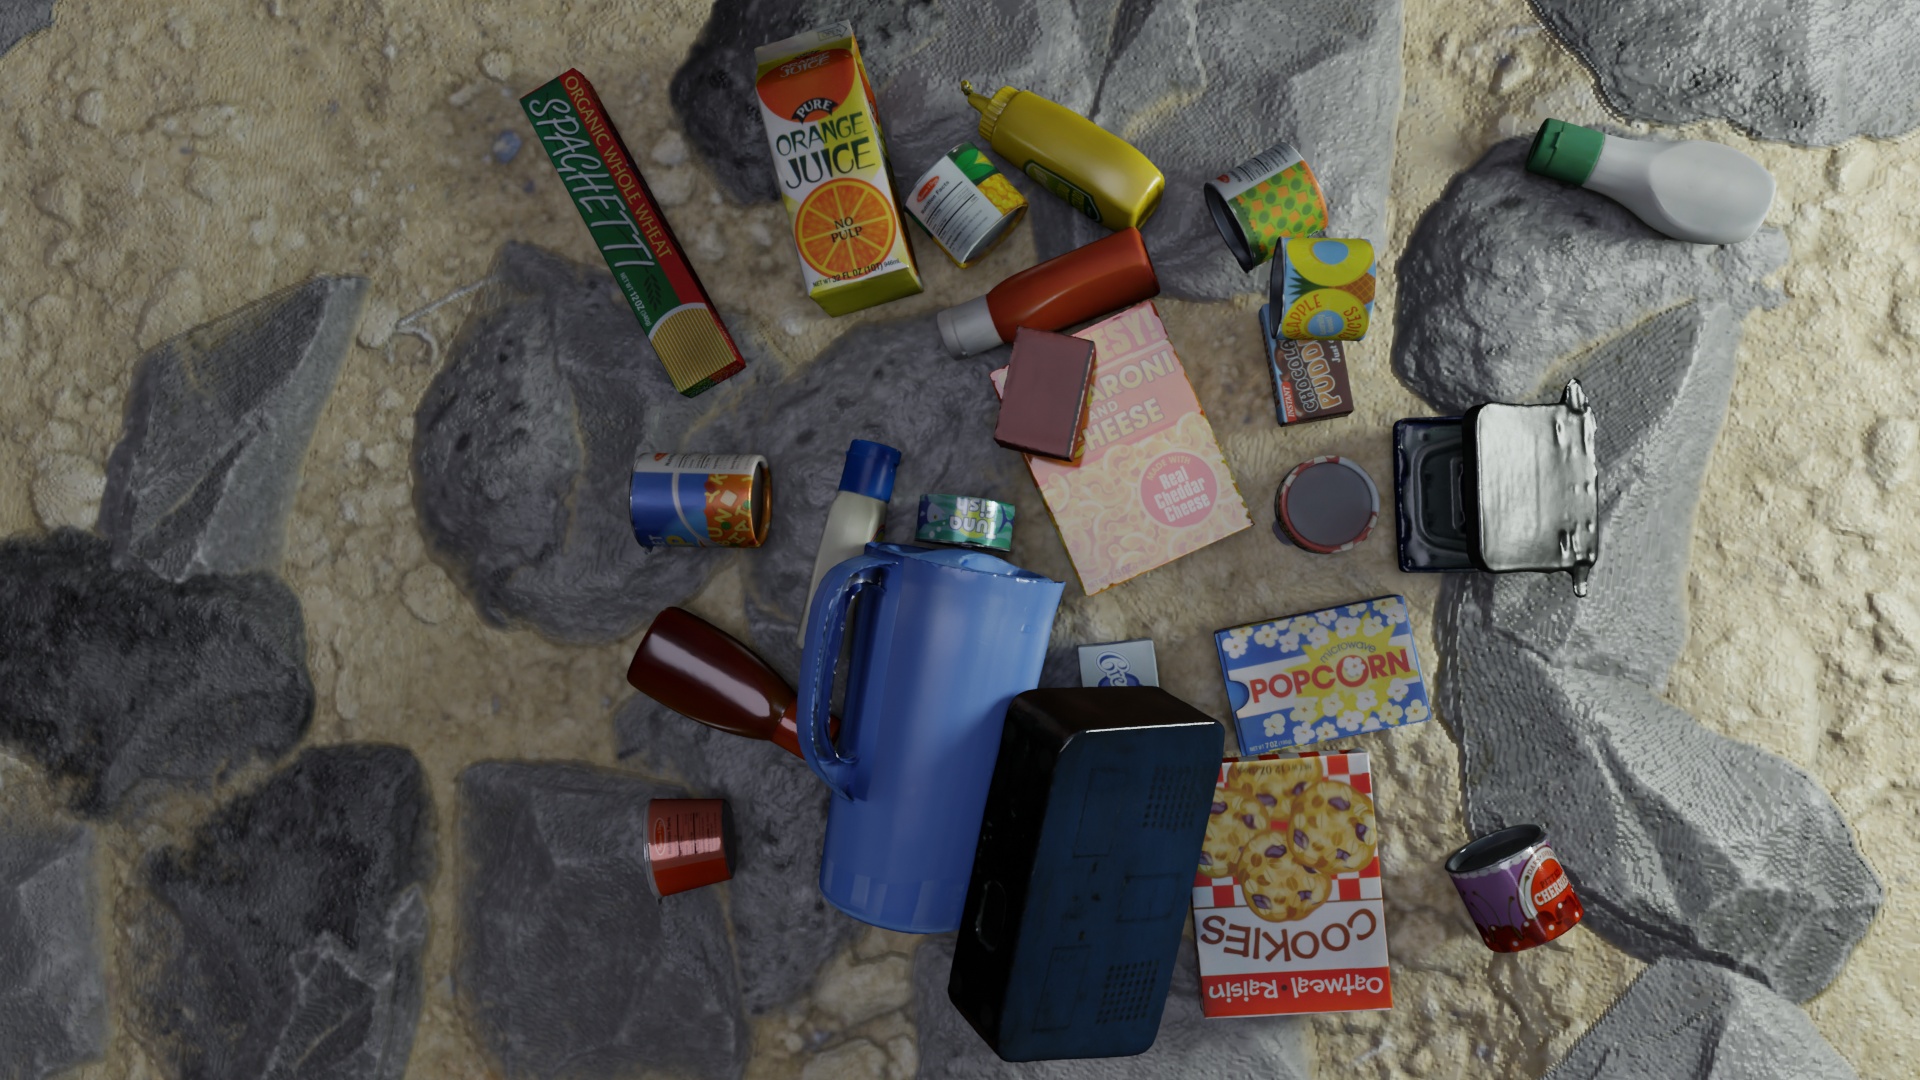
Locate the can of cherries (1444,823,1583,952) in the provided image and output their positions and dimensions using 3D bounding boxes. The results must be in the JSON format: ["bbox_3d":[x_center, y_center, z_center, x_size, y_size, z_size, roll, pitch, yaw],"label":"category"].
[{"bbox_3d":[0.358,0.223,0.893,0.071,0.071,0.058,-27,86,5],"label":"can of cherries"}]

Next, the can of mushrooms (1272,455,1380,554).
[{"bbox_3d":[0.244,-0.022,0.934,0.071,0.033,0.071,0,88,5],"label":"can of mushrooms"}]

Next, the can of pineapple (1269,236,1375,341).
[{"bbox_3d":[0.231,-0.160,0.892,0.058,0.071,0.071,2,88,6],"label":"can of pineapple"}]

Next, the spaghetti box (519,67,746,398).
[{"bbox_3d":[-0.236,-0.221,0.994,0.050,0.028,0.250,-30,85,4],"label":"spaghetti box"}]

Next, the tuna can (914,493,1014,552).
[{"bbox_3d":[0.003,-0.012,0.940,0.071,0.071,0.033,6,88,6],"label":"tuna can"}]

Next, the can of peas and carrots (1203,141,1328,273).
[{"bbox_3d":[0.205,-0.222,0.931,0.059,0.071,0.071,-29,85,4],"label":"can of peas and carrots"}]

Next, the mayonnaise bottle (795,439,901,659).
[{"bbox_3d":[-0.075,0.006,0.953,0.041,0.064,0.148,14,86,7],"label":"mayonnaise bottle"}]

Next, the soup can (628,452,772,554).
[{"bbox_3d":[-0.178,-0.025,0.963,0.084,0.071,0.071,1,88,6],"label":"soup can"}]

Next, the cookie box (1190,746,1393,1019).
[{"bbox_3d":[0.214,0.227,0.924,0.123,0.040,0.167,-5,86,6],"label":"cookie box"}]

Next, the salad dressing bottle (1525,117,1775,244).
[{"bbox_3d":[0.452,-0.240,0.916,0.148,0.044,0.064,20,92,8],"label":"salad dressing bottle"}]

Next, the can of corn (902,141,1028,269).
[{"bbox_3d":[0.005,-0.229,0.952,0.071,0.071,0.058,-43,87,3],"label":"can of corn"}]

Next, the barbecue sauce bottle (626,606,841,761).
[{"bbox_3d":[-0.154,0.106,0.966,0.148,0.043,0.065,28,91,6],"label":"barbecue sauce bottle"}]

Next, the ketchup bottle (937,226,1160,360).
[{"bbox_3d":[0.059,-0.164,0.946,0.148,0.064,0.043,-19,73,13],"label":"ketchup bottle"}]

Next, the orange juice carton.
[{"bbox_3d":[-0.087,-0.260,0.958,0.072,0.073,0.192,-15,86,6],"label":"orange juice carton"}]

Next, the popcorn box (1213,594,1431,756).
[{"bbox_3d":[0.240,0.089,0.927,0.127,0.038,0.085,-12,88,5],"label":"popcorn box"}]

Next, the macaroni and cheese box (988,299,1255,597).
[{"bbox_3d":[0.108,-0.061,0.946,0.124,0.040,0.166,-24,86,5],"label":"macaroni and cheese box"}]

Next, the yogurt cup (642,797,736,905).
[{"bbox_3d":[-0.185,0.209,0.956,0.054,0.072,0.072,-7,87,-2],"label":"yogurt cup"}]

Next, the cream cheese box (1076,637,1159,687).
[{"bbox_3d":[0.111,0.120,0.947,0.053,0.024,0.104,-7,87,4],"label":"cream cheese box"}]

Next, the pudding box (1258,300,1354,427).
[{"bbox_3d":[0.233,-0.122,0.940,0.050,0.030,0.083,-9,87,6],"label":"pudding box"}]

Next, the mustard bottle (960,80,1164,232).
[{"bbox_3d":[0.063,-0.268,0.950,0.160,0.065,0.049,35,87,12],"label":"mustard bottle"}]
